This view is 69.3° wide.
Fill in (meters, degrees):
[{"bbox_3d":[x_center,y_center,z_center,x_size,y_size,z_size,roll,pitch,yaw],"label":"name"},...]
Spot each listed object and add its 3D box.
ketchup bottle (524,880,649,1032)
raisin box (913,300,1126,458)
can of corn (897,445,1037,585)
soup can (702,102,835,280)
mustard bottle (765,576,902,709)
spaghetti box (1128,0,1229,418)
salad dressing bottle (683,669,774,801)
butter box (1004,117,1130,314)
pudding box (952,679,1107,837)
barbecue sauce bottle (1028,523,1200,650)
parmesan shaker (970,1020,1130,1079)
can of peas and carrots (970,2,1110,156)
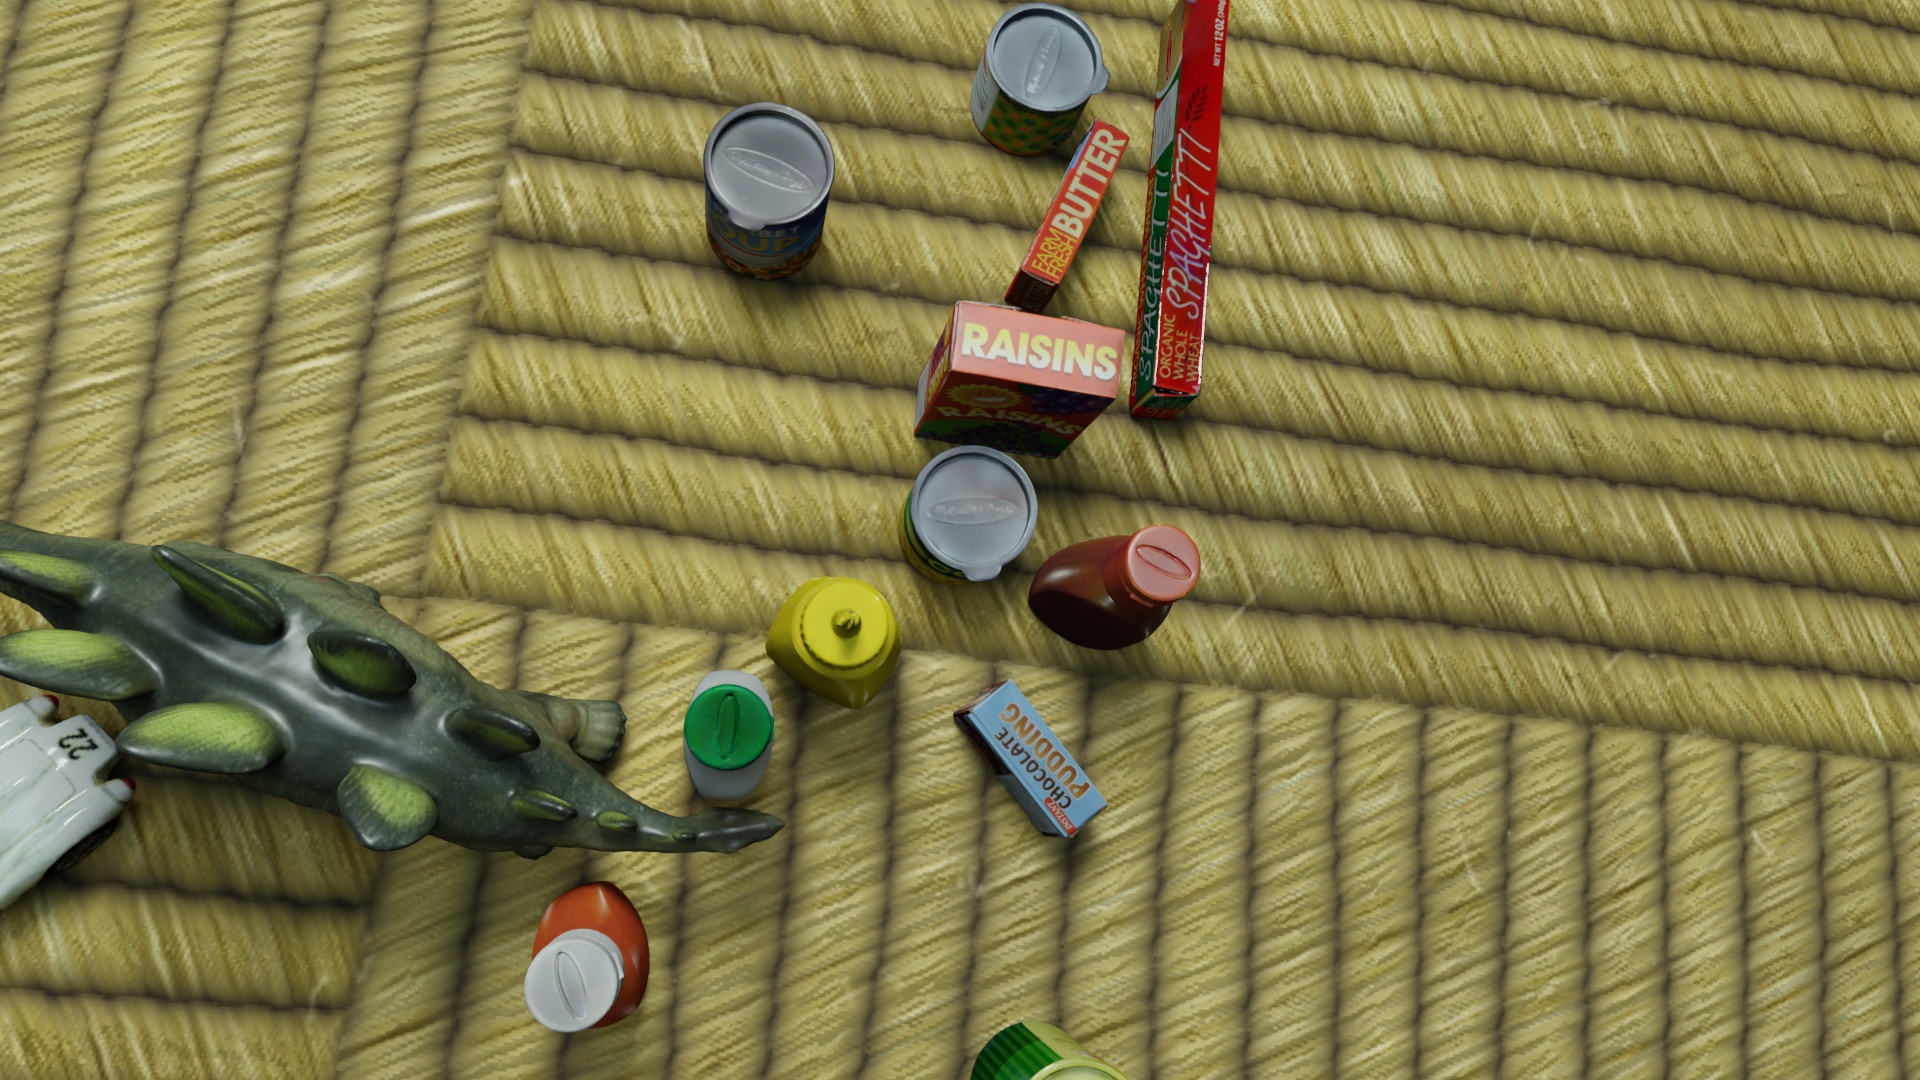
[{"bbox_3d":[-0.166,0.189,0.623,0.043,0.148,0.065,-19,83,-13],"label":"ketchup bottle"},{"bbox_3d":[0.027,-0.081,0.722,0.086,0.123,0.040,9,78,-8],"label":"raisin box"},{"bbox_3d":[0.003,-0.009,0.738,0.071,0.058,0.071,2,79,-10],"label":"can of corn"},{"bbox_3d":[-0.104,-0.181,0.739,0.071,0.083,0.071,2,79,-10],"label":"soup can"},{"bbox_3d":[-0.057,0.046,0.664,0.065,0.160,0.049,33,76,-3],"label":"mustard bottle"},{"bbox_3d":[0.126,-0.194,0.800,0.029,0.050,0.250,8,78,-8],"label":"spaghetti box"},{"bbox_3d":[-0.109,0.090,0.653,0.044,0.147,0.064,5,79,-9],"label":"salad dressing bottle"},{"bbox_3d":[0.060,-0.181,0.784,0.024,0.053,0.104,27,76,-4],"label":"butter box"},{"bbox_3d":[0.035,0.114,0.724,0.030,0.049,0.084,-38,88,-14],"label":"pudding box"},{"bbox_3d":[0.079,0.023,0.698,0.065,0.148,0.044,28,76,-4],"label":"barbecue sauce bottle"},{"bbox_3d":[0.046,0.276,0.667,0.071,0.103,0.071,2,79,-10],"label":"parmesan shaker"},{"bbox_3d":[0.044,-0.261,0.794,0.071,0.058,0.071,2,79,-10],"label":"can of peas and carrots"}]
